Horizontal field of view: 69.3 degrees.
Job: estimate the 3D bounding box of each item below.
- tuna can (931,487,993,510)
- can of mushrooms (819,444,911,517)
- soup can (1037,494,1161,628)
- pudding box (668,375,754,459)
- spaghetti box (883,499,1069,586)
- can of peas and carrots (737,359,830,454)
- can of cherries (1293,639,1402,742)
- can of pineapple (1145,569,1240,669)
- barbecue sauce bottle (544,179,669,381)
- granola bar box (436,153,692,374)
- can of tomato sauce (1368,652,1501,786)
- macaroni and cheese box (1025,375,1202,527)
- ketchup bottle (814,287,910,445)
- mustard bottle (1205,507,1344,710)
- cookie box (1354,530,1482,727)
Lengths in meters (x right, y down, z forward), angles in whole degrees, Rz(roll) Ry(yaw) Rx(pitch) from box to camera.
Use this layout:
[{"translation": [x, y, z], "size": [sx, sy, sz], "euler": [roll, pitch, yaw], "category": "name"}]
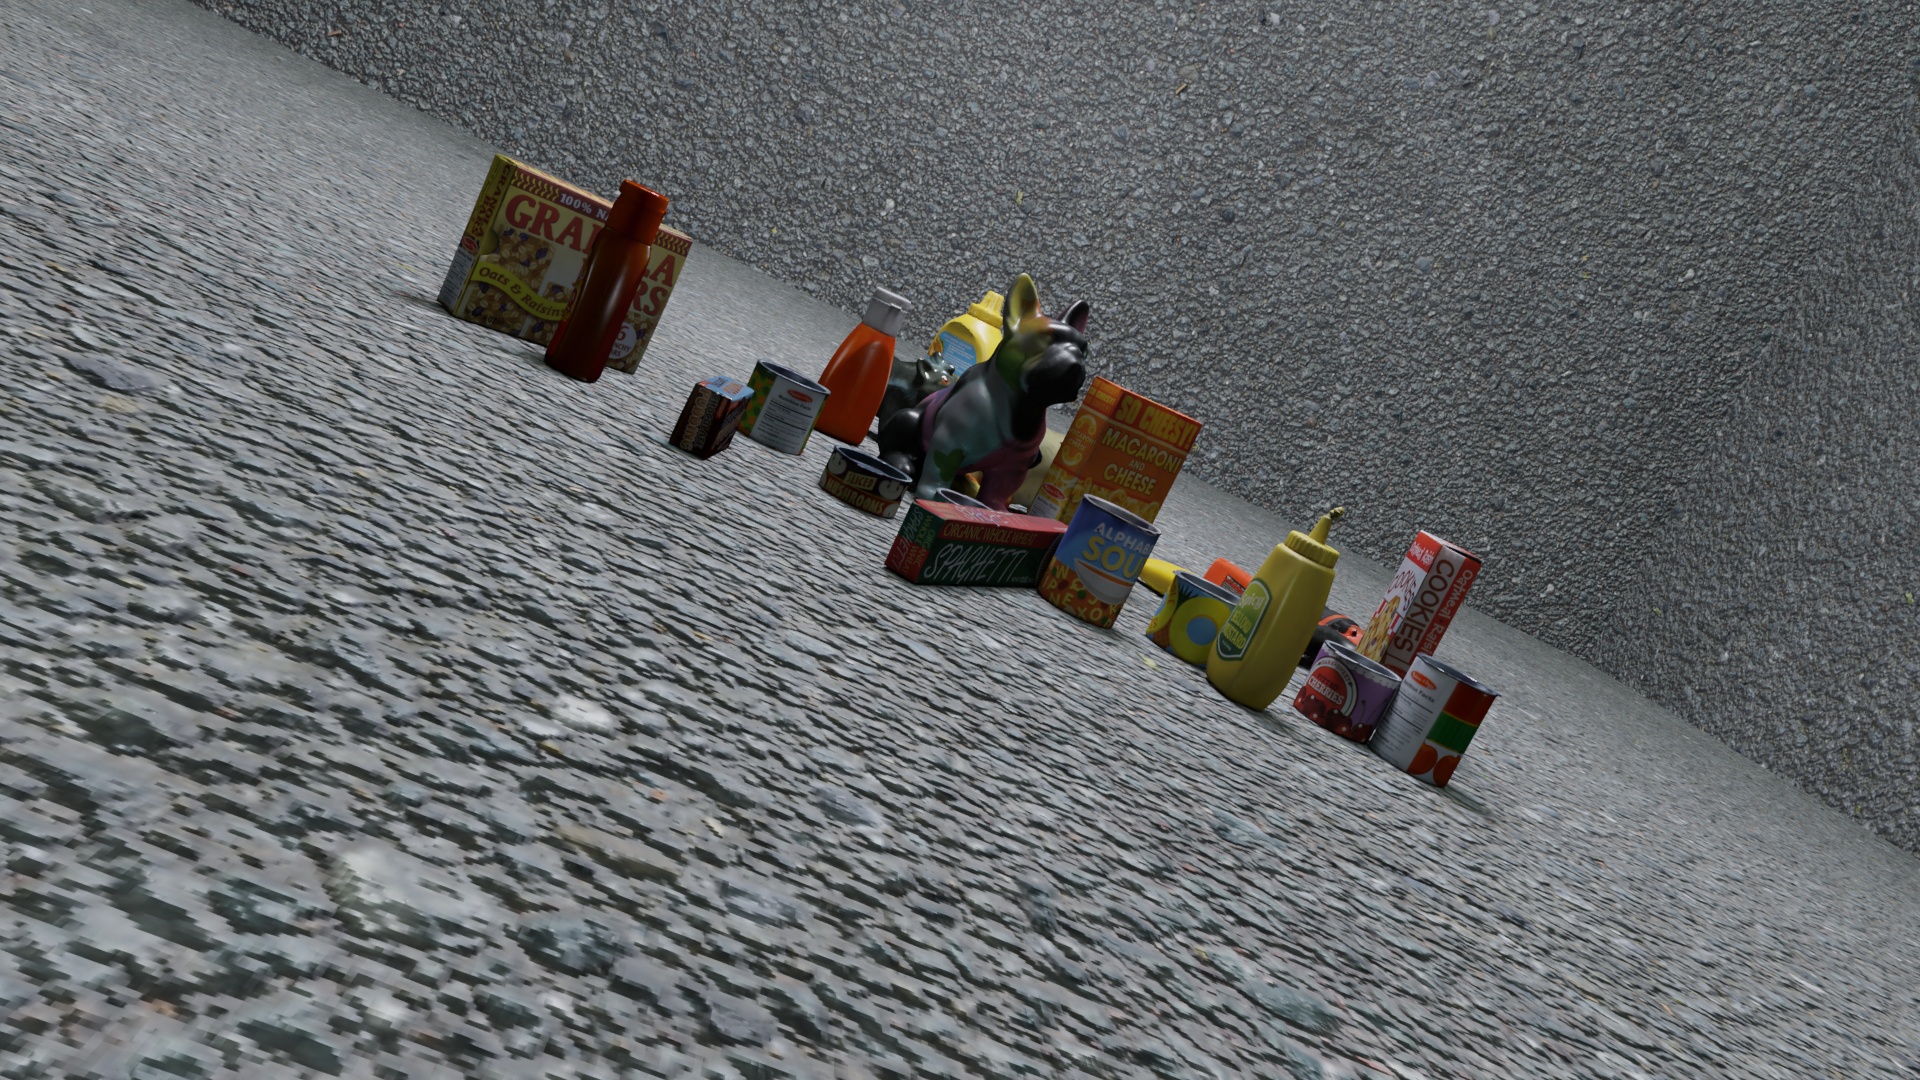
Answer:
[{"translation": [0.004, -0.014, 1.112], "size": [0.071, 0.032, 0.071], "euler": [25, 10, -4], "category": "tuna can"}, {"translation": [-0.074, -0.046, 1.077], "size": [0.071, 0.033, 0.071], "euler": [25, 10, -4], "category": "can of mushrooms"}, {"translation": [0.107, 0.017, 1.060], "size": [0.071, 0.083, 0.071], "euler": [25, 9, -4], "category": "soup can"}, {"translation": [-0.178, -0.090, 0.998], "size": [0.030, 0.049, 0.084], "euler": [26, 9, -2], "category": "pudding box"}, {"translation": [0.023, 0.005, 1.005], "size": [0.029, 0.050, 0.250], "euler": [30, 10, 24], "category": "spaghetti box"}, {"translation": [-0.150, -0.111, 1.156], "size": [0.071, 0.058, 0.071], "euler": [25, 9, -4], "category": "can of peas and carrots"}, {"translation": [0.304, 0.119, 1.099], "size": [0.071, 0.058, 0.071], "euler": [25, 9, -4], "category": "can of cherries"}, {"translation": [0.186, 0.062, 1.100], "size": [0.071, 0.057, 0.071], "euler": [25, 9, -4], "category": "can of pineapple"}, {"translation": [-0.263, -0.195, 1.040], "size": [0.043, 0.148, 0.065], "euler": [23, 9, -18], "category": "barbecue sauce bottle"}, {"translation": [-0.308, -0.214, 1.097], "size": [0.165, 0.124, 0.039], "euler": [16, 14, -47], "category": "granola bar box"}, {"translation": [0.367, 0.140, 1.078], "size": [0.071, 0.083, 0.071], "euler": [25, 9, -4], "category": "can of tomato sauce"}, {"translation": [0.130, -0.050, 1.225], "size": [0.124, 0.166, 0.040], "euler": [16, 13, -46], "category": "macaroni and cheese box"}, {"translation": [-0.094, -0.169, 1.337], "size": [0.065, 0.148, 0.043], "euler": [21, 10, -27], "category": "ketchup bottle"}, {"translation": [0.238, 0.044, 1.023], "size": [0.049, 0.160, 0.065], "euler": [23, 10, -19], "category": "mustard bottle"}, {"translation": [0.396, 0.077, 1.234], "size": [0.040, 0.167, 0.123], "euler": [27, 9, 6], "category": "cookie box"}]
